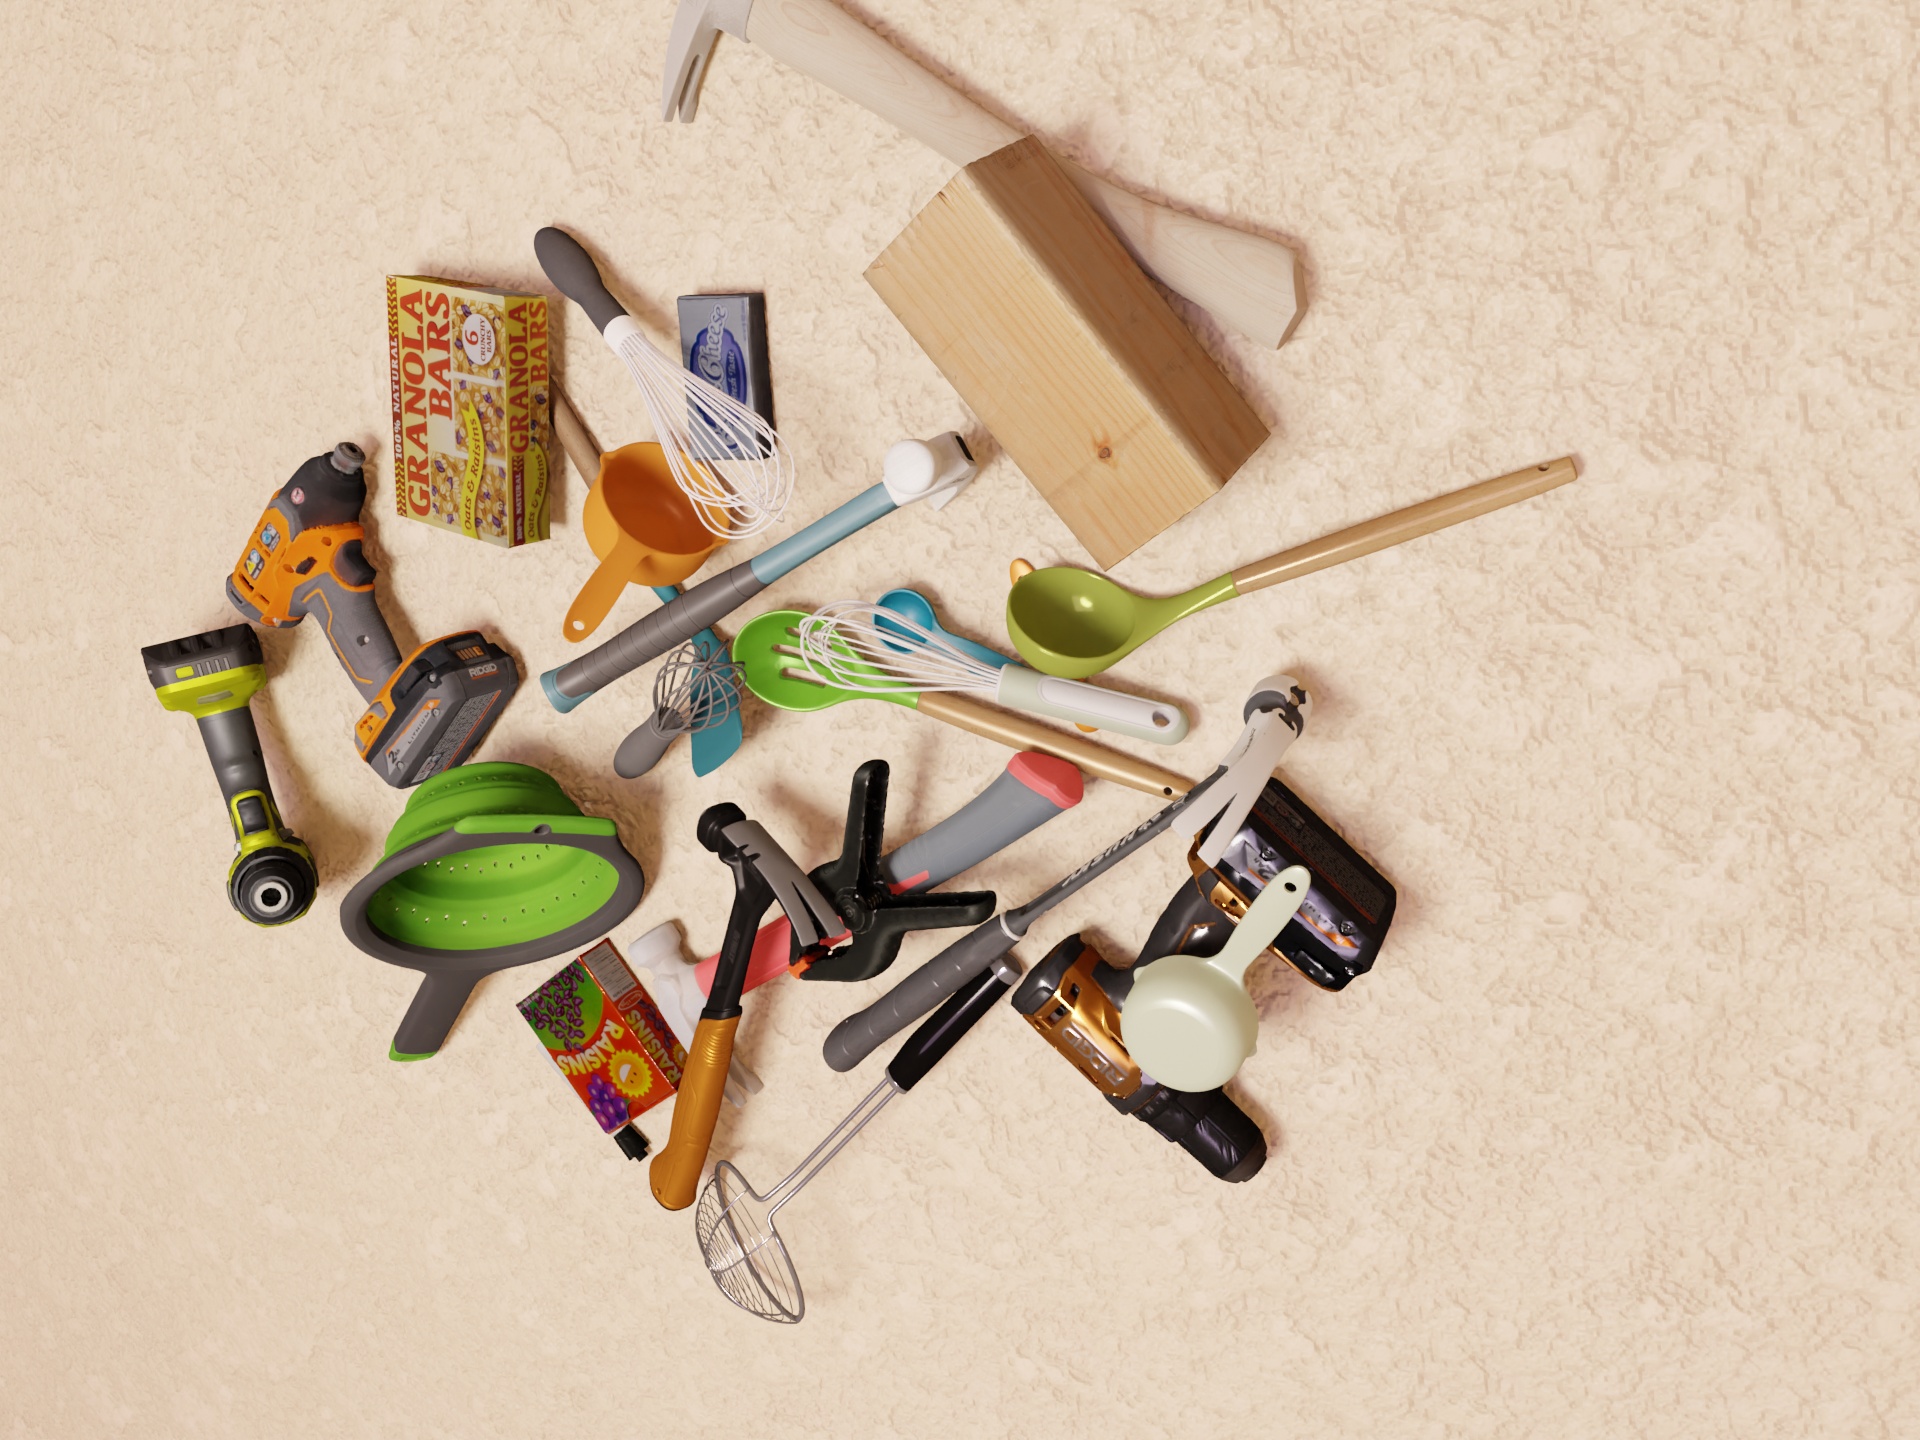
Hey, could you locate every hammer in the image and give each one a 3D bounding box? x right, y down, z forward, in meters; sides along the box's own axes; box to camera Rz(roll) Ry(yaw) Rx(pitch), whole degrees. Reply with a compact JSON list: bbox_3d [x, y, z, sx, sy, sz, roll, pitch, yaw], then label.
[{"bbox_3d":[-0.163,0.221,1.084,0.127,0.034,0.336,43,129,33],"label":"hammer"},{"bbox_3d":[0.041,0.119,0.957,0.036,0.149,0.409,46,126,-4],"label":"hammer"},{"bbox_3d":[-0.131,-0.085,0.968,0.331,0.128,0.033,-27,92,23],"label":"hammer"},{"bbox_3d":[0.008,-0.318,0.899,0.411,0.038,0.146,35,118,12],"label":"hammer"},{"bbox_3d":[-0.064,0.136,1.059,0.386,0.038,0.143,-32,92,33],"label":"hammer"}]

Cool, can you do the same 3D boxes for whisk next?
[{"bbox_3d":[-0.191,-0.001,1.035,0.055,0.055,0.239,57,150,0],"label":"whisk"},{"bbox_3d":[-0.193,-0.217,0.988,0.285,0.070,0.070,50,121,23],"label":"whisk"},{"bbox_3d":[0.018,-0.025,0.960,0.246,0.059,0.058,15,70,10],"label":"whisk"}]

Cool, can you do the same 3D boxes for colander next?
[{"bbox_3d":[-0.371,0.139,1.184,0.397,0.204,0.095,-50,47,44],"label":"colander"}]

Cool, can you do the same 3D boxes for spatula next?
[{"bbox_3d":[-0.225,-0.115,1.067,0.317,0.044,0.082,59,144,1],"label":"spatula"}]

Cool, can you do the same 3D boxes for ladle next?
[{"bbox_3d":[0.173,-0.093,0.880,0.320,0.078,0.062,-18,132,24],"label":"ladle"}]

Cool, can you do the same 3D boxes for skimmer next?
[{"bbox_3d":[-0.067,0.289,1.120,0.363,0.090,0.127,-48,62,18],"label":"skimmer"}]

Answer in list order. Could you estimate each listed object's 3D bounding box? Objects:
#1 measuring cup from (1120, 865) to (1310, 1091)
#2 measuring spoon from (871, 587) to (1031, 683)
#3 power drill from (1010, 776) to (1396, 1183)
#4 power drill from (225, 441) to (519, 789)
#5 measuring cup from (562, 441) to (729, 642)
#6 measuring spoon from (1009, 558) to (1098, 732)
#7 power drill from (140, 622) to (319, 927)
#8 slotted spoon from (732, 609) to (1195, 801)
[{"bbox_3d":[0.144,0.144,0.878,0.083,0.038,0.167,34,128,9],"label":"measuring cup"},{"bbox_3d":[0.005,-0.045,0.999,0.128,0.021,0.042,27,113,6],"label":"measuring spoon"},{"bbox_3d":[0.159,0.165,0.952,0.185,0.084,0.226,44,122,5],"label":"power drill"},{"bbox_3d":[-0.426,-0.082,1.153,0.226,0.084,0.164,48,119,10],"label":"power drill"},{"bbox_3d":[-0.212,-0.099,0.998,0.095,0.174,0.052,34,141,-12],"label":"measuring cup"},{"bbox_3d":[0.057,-0.045,0.972,0.021,0.011,0.117,-23,95,29],"label":"measuring spoon"},{"bbox_3d":[-0.544,0.047,1.204,0.190,0.080,0.228,0,106,68],"label":"power drill"},{"bbox_3d":[-0.002,-0.003,1.005,0.314,0.031,0.070,19,114,17],"label":"slotted spoon"}]
